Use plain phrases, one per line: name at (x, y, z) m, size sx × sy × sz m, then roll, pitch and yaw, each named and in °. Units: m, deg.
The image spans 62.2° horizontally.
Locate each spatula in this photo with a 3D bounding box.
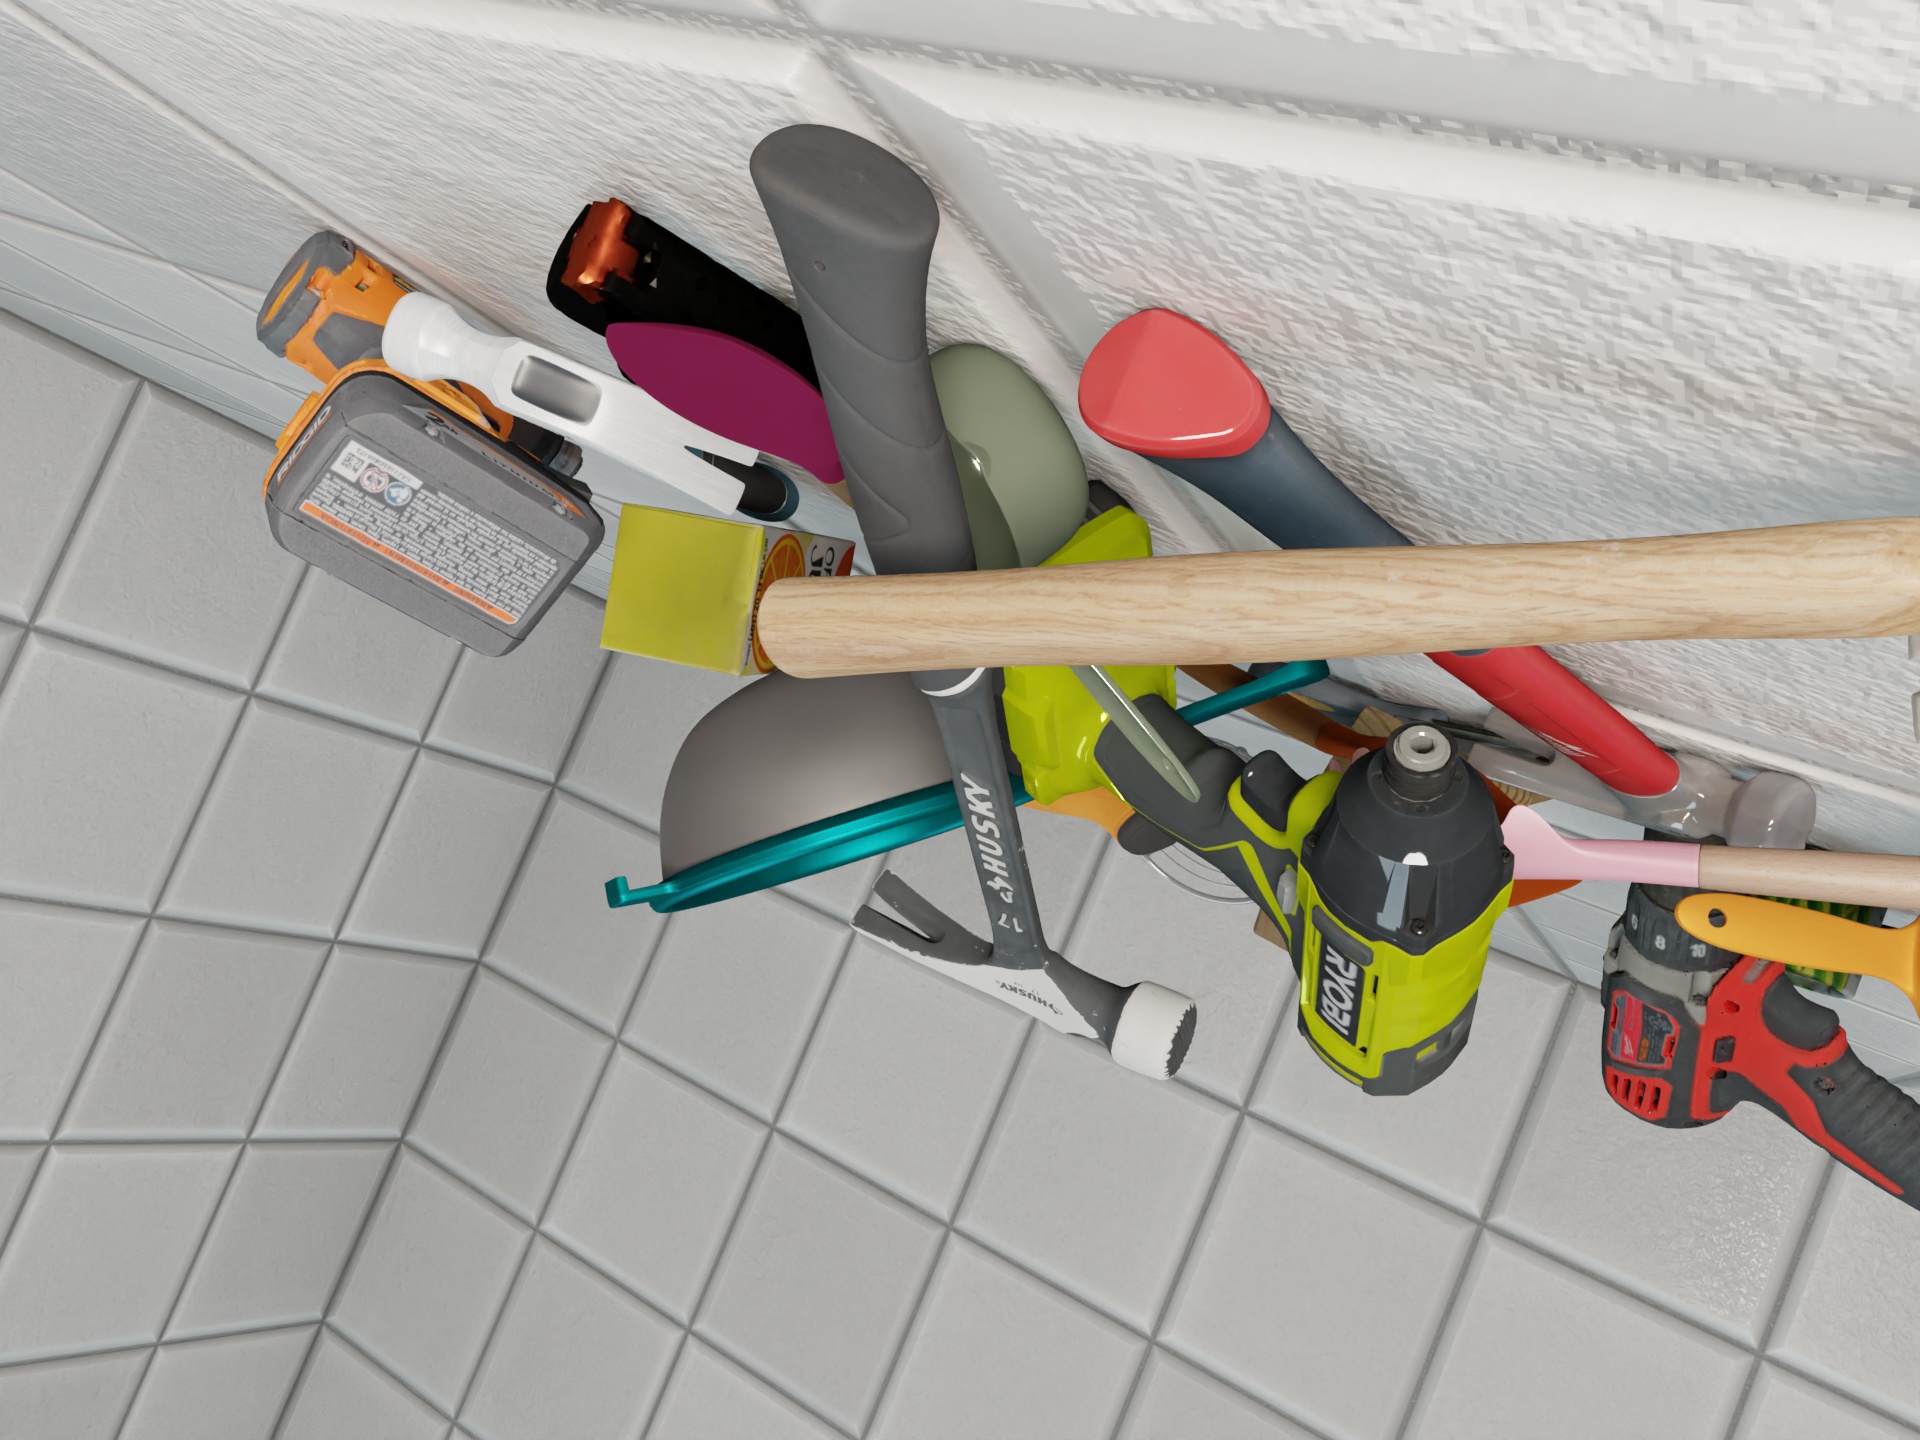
spatula at (0.162, 0.010, 0.744) m, size 0.081 × 0.041 × 0.323 m, roll -11°, pitch -162°, yaw -12°

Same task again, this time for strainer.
strainer at (-0.001, -0.002, 0.762) m, size 0.340 × 0.095 × 0.211 m, roll -20°, pitch 173°, yaw 11°

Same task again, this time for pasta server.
pasta server at (0.280, 0.044, 0.537) m, size 0.316 × 0.040 × 0.060 m, roll 3°, pitch 162°, yaw 29°

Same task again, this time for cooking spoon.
cooking spoon at (-0.038, -0.088, 0.586) m, size 0.069 × 0.017 × 0.318 m, roll 12°, pitch 175°, yaw 17°

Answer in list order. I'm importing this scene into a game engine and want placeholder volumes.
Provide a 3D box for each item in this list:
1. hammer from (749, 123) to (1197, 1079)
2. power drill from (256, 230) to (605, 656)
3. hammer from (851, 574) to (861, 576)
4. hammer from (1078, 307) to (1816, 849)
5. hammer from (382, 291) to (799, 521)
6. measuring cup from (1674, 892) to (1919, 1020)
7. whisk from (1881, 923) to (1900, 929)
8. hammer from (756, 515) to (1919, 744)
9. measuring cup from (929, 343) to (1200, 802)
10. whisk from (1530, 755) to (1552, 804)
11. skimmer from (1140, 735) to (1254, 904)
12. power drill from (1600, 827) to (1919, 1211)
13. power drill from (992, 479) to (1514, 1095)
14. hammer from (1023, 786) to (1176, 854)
hammer at (-0.003, -0.007, 0.524) m, size 0.149 × 0.036 × 0.408 m, roll 19°, pitch 148°, yaw 24°
power drill at (-0.228, -0.124, 0.714) m, size 0.164 × 0.084 × 0.227 m, roll 32°, pitch -164°, yaw -36°
hammer at (-0.024, -0.065, 1.019) m, size 0.149 × 0.037 × 0.359 m, roll 6°, pitch -177°, yaw -13°
hammer at (0.159, -0.032, 0.544) m, size 0.386 × 0.038 × 0.143 m, roll 26°, pitch 177°, yaw -42°
hammer at (-0.127, -0.122, 0.718) m, size 0.128 × 0.033 × 0.331 m, roll 23°, pitch -176°, yaw 5°
measuring cup at (0.337, 0.079, 0.538) m, size 0.173 × 0.095 × 0.052 m, roll 11°, pitch 168°, yaw 0°
whisk at (0.468, 0.118, 0.744) m, size 0.070 × 0.070 × 0.284 m, roll 23°, pitch -179°, yaw -8°
hammer at (0.092, -0.026, 0.362) m, size 0.331 × 0.031 × 0.130 m, roll 0°, pitch 164°, yaw 33°
measuring cup at (0.036, -0.049, 0.512) m, size 0.167 × 0.038 × 0.083 m, roll 52°, pitch 167°, yaw -5°
whisk at (0.277, 0.036, 0.841) m, size 0.051 × 0.047 × 0.245 m, roll 14°, pitch 172°, yaw 2°
skimmer at (0.107, 0.022, 0.900) m, size 0.127 × 0.090 × 0.363 m, roll 18°, pitch 170°, yaw 28°
power drill at (0.377, 0.134, 0.664) m, size 0.227 × 0.080 × 0.187 m, roll 29°, pitch 142°, yaw 43°
power drill at (0.095, 0.014, 0.572) m, size 0.223 × 0.080 × 0.171 m, roll 42°, pitch 157°, yaw 35°
hammer at (0.004, 0.020, 0.950) m, size 0.337 × 0.127 × 0.034 m, roll 12°, pitch 147°, yaw 47°
